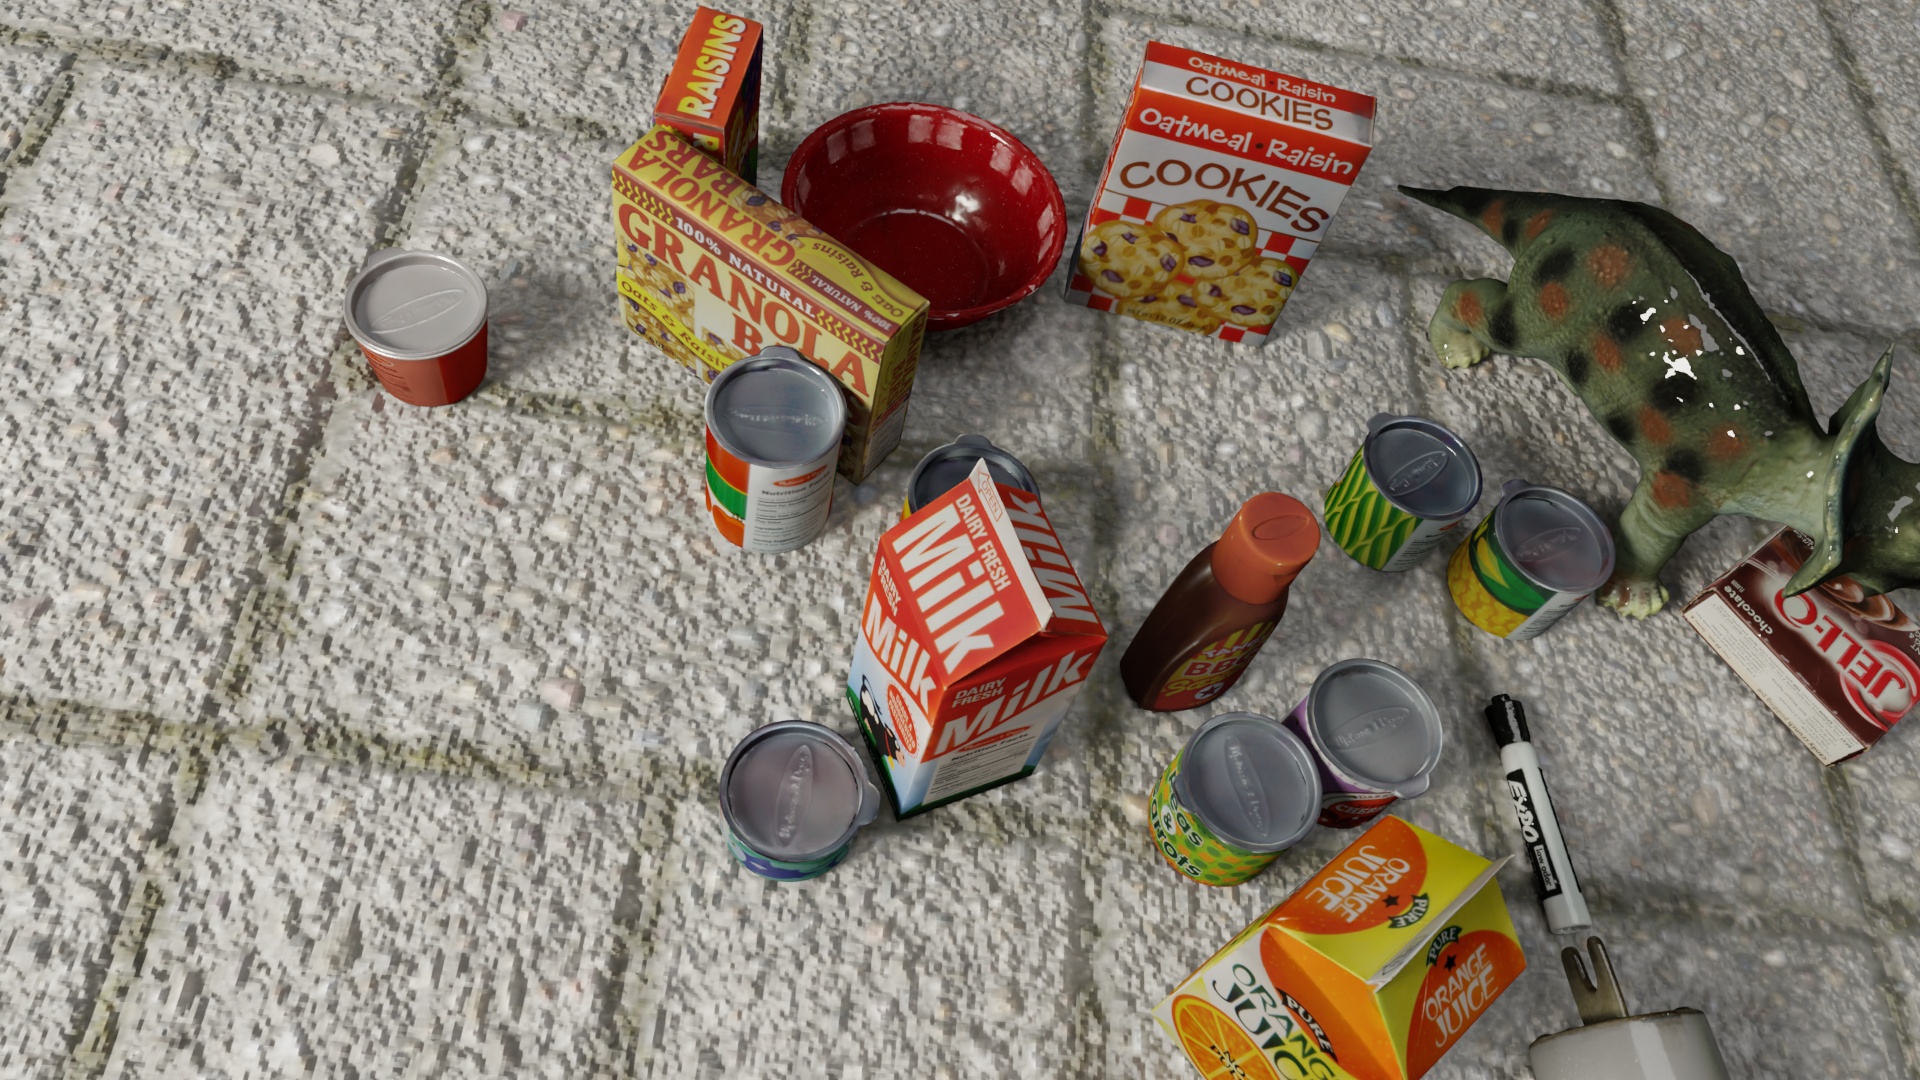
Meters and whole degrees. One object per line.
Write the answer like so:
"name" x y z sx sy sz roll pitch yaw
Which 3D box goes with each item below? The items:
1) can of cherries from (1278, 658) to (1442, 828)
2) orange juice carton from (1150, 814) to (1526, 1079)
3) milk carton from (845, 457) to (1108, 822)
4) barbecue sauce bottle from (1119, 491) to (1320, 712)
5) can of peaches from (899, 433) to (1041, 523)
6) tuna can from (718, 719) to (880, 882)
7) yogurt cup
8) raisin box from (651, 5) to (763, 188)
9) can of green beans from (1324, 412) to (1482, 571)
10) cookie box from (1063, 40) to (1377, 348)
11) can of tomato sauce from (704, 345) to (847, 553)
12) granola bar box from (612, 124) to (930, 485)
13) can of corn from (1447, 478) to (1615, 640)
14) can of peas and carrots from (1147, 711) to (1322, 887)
"can of cherries" 0.189 0.101 0.669 0.071 0.058 0.072 5 59 -8
"orange juice carton" 0.148 0.171 0.540 0.072 0.191 0.073 -31 70 -25
"milk carton" 0.005 0.045 0.589 0.073 0.189 0.072 -16 64 -19
"barbecue sauce bottle" 0.122 0.030 0.645 0.065 0.147 0.044 -15 64 -19
"can of peaches" 0.002 -0.009 0.699 0.071 0.057 0.071 5 59 -8
"tuna can" -0.073 0.117 0.623 0.071 0.032 0.071 5 59 -8
"yogurt cup" -0.272 -0.105 0.705 0.072 0.053 0.073 5 59 -8
"raisin box" -0.137 -0.210 0.754 0.040 0.122 0.086 14 58 -3
"can of green beans" 0.239 -0.025 0.755 0.071 0.057 0.071 5 59 -8
"cookie box" 0.137 -0.185 0.767 0.123 0.166 0.040 13 58 -3
"can of tomato sauce" -0.093 -0.043 0.686 0.071 0.082 0.071 5 59 -8
"granola bar box" -0.100 -0.115 0.704 0.166 0.123 0.039 34 59 10
"can of corn" 0.303 0.010 0.746 0.071 0.058 0.071 5 59 -8
"can of peas and carrots" 0.123 0.122 0.644 0.071 0.058 0.071 5 59 -8
